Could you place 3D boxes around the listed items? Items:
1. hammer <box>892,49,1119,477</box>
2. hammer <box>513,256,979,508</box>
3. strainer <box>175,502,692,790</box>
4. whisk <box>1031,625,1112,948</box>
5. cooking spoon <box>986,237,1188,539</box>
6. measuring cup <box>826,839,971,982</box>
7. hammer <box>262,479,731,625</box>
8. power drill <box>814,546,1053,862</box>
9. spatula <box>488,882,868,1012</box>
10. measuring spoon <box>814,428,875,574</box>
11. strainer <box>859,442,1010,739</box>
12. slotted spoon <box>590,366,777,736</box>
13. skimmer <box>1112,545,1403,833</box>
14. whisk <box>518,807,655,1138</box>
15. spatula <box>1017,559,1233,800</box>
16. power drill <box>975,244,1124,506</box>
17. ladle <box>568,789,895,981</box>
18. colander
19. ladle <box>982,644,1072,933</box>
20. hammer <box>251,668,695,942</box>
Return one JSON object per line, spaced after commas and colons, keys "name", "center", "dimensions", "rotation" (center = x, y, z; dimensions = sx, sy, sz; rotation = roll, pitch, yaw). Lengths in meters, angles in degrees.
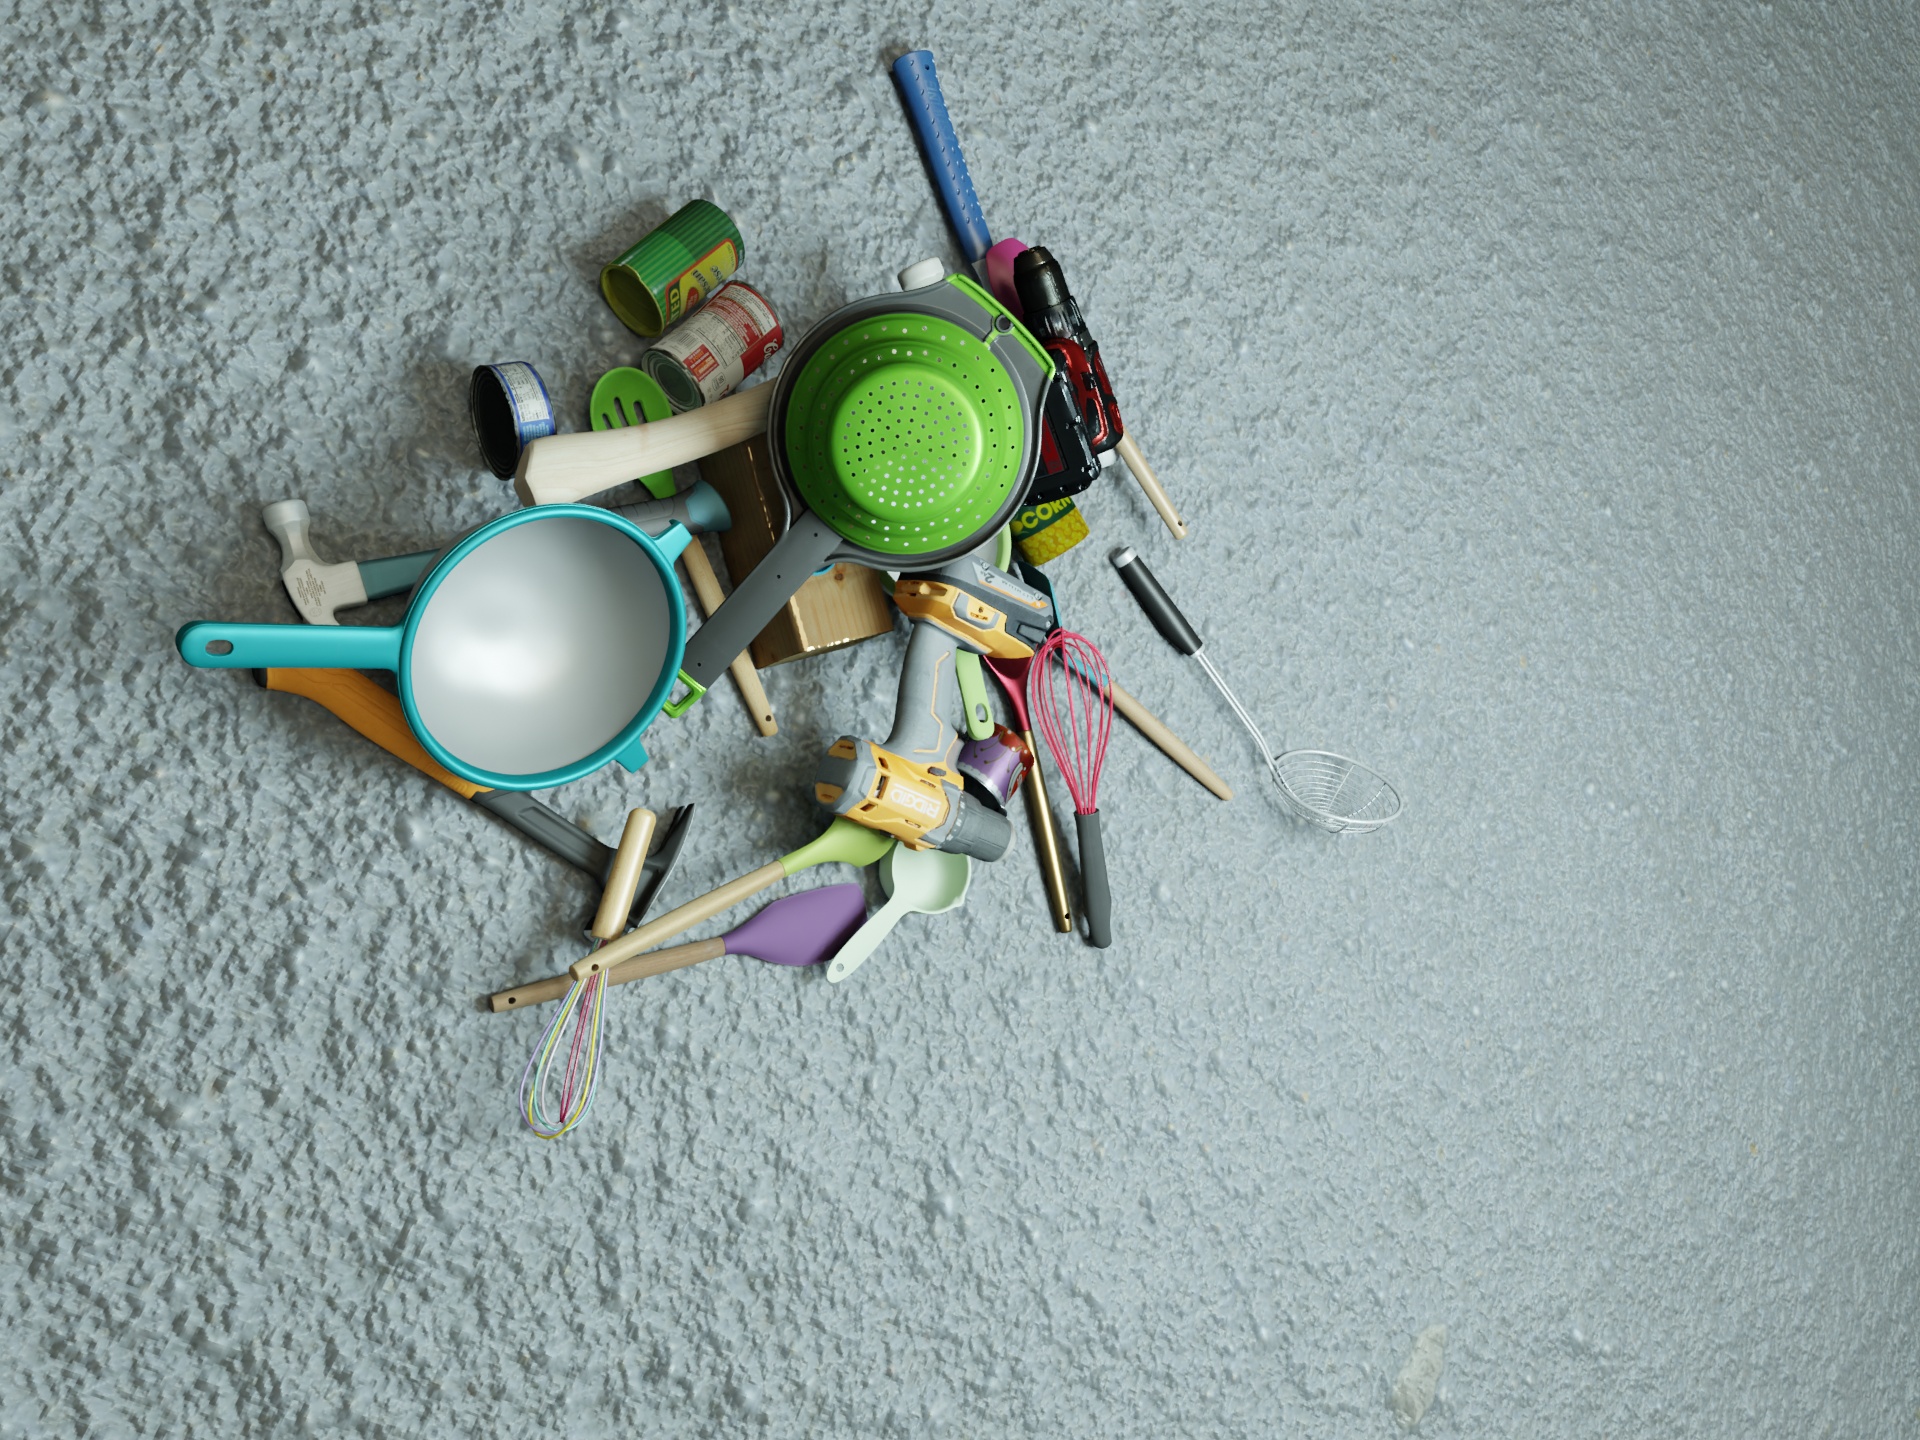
{"name": "hammer", "center": [0.021, -0.409, 1.453], "dimensions": [0.144, 0.035, 0.405], "rotation": [-23, 94, -32]}
{"name": "hammer", "center": [-0.147, -0.232, 1.219], "dimensions": [0.410, 0.038, 0.146], "rotation": [-29, 99, -31]}
{"name": "strainer", "center": [-0.356, -0.062, 1.082], "dimensions": [0.340, 0.095, 0.211], "rotation": [-1, 114, -39]}
{"name": "whisk", "center": [0.109, 0.061, 1.399], "dimensions": [0.073, 0.073, 0.295], "rotation": [-16, 105, -32]}
{"name": "cooking spoon", "center": [0.122, -0.302, 1.465], "dimensions": [0.069, 0.017, 0.318], "rotation": [-40, 103, -28]}
{"name": "measuring cup", "center": [-0.061, 0.154, 1.317], "dimensions": [0.167, 0.038, 0.083], "rotation": [-46, 106, -26]}
{"name": "hammer", "center": [-0.330, -0.129, 1.185], "dimensions": [0.331, 0.033, 0.128], "rotation": [-16, 92, -26]}
{"name": "power drill", "center": [-0.002, -0.004, 1.268], "dimensions": [0.185, 0.084, 0.226], "rotation": [26, 80, -36]}
{"name": "spatula", "center": [-0.208, 0.183, 1.234], "dimensions": [0.315, 0.018, 0.060], "rotation": [-10, 89, -33]}
{"name": "measuring spoon", "center": [-0.099, -0.173, 1.235], "dimensions": [0.042, 0.021, 0.128], "rotation": [30, 80, -35]}
{"name": "strainer", "center": [-0.023, -0.105, 1.358], "dimensions": [0.151, 0.069, 0.256], "rotation": [-12, 88, -34]}
{"name": "slotted spoon", "center": [-0.216, -0.131, 1.275], "dimensions": [0.070, 0.031, 0.313], "rotation": [-28, 99, -31]}
{"name": "skimmer", "center": [0.285, -0.034, 1.521], "dimensions": [0.363, 0.090, 0.127], "rotation": [51, 29, -11]}
{"name": "whisk", "center": [-0.261, 0.181, 1.152], "dimensions": [0.051, 0.047, 0.245], "rotation": [23, 70, -24]}
{"name": "spatula", "center": [0.157, -0.027, 1.467], "dimensions": [0.317, 0.082, 0.044], "rotation": [41, 90, -25]}
{"name": "power drill", "center": [0.073, -0.291, 1.336], "dimensions": [0.227, 0.080, 0.187], "rotation": [-61, 134, -61]}
{"name": "ladle", "center": [-0.167, 0.122, 1.216], "dimensions": [0.320, 0.062, 0.078], "rotation": [-26, 116, -39]}
{"name": "colander", "center": [-0.095, -0.144, 1.155], "dimensions": [0.204, 0.094, 0.397], "rotation": [41, 99, -12]}
{"name": "ladle", "center": [0.064, 0.034, 1.416], "dimensions": [0.069, 0.031, 0.315], "rotation": [-11, 90, -30]}
{"name": "hammer", "center": [-0.355, 0.032, 1.160], "dimensions": [0.336, 0.034, 0.127], "rotation": [37, 67, -21]}
